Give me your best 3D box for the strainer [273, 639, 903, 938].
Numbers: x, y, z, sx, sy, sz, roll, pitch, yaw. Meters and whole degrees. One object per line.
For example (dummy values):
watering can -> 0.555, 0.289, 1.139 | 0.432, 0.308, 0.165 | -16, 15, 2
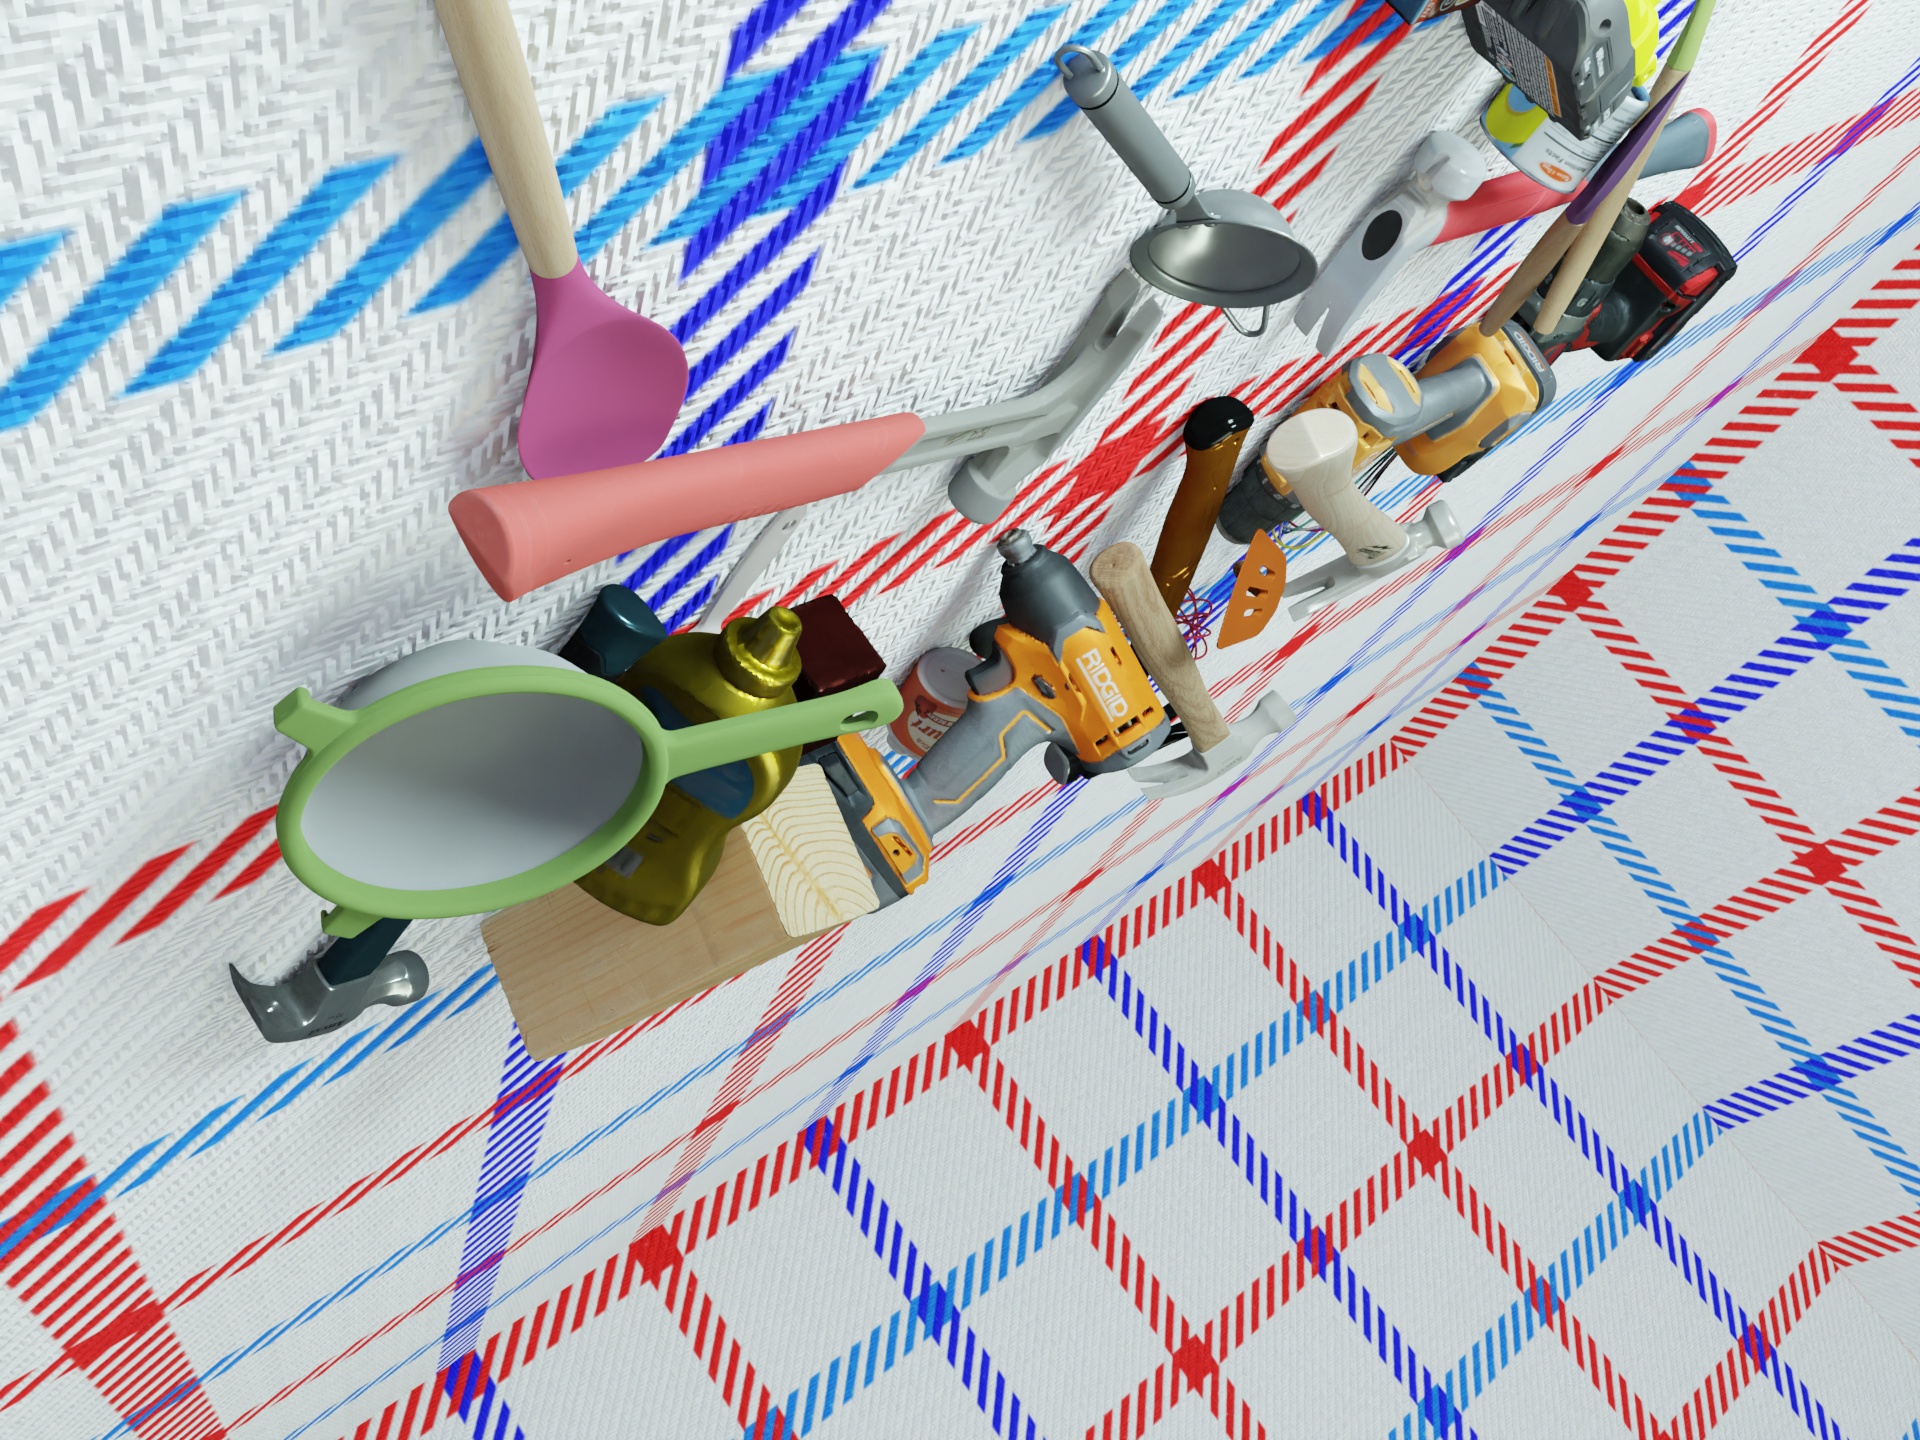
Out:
strainer -> -0.152, 0.000, 0.660 | 0.256, 0.069, 0.151 | -13, 145, -22

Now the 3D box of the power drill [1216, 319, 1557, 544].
power drill -> 0.301, -0.203, 1.152 | 0.226, 0.084, 0.185 | -21, 166, -36

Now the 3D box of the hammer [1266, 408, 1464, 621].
hammer -> 0.254, -0.137, 1.084 | 0.146, 0.038, 0.410 | -27, 167, 18

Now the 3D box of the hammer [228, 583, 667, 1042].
hammer -> -0.241, 0.053, 0.761 | 0.331, 0.033, 0.128 | -45, 164, 27

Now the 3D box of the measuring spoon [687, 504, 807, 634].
measuring spoon -> -0.105, -0.058, 0.765 | 0.034, 0.018, 0.124 | -17, 154, -53

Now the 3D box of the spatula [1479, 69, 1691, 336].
spatula -> 0.362, -0.293, 0.960 | 0.060, 0.018, 0.316 | -53, 174, -4

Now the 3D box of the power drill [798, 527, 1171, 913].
power drill -> -0.002, -0.003, 0.964 | 0.226, 0.164, 0.084 | -32, -157, -3

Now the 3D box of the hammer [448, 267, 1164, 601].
hammer -> -0.050, -0.113, 0.660 | 0.359, 0.037, 0.149 | -24, 161, -50

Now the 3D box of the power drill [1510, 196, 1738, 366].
power drill -> 0.497, -0.334, 1.220 | 0.226, 0.080, 0.187 | -24, 160, -33

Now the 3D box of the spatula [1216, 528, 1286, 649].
spatula -> 0.207, -0.103, 1.159 | 0.322, 0.041, 0.081 | -58, 166, -79

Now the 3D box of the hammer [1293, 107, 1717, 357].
hammer -> 0.363, -0.325, 1.000 | 0.386, 0.038, 0.143 | -26, 163, -37

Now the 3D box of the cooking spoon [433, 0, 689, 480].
cooking spoon -> -0.121, -0.148, 0.454 | 0.069, 0.017, 0.318 | -35, 166, -14

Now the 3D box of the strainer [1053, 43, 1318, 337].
strainer -> 0.094, -0.226, 0.674 | 0.087, 0.050, 0.258 | 4, 177, 25

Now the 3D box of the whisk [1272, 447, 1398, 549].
whisk -> 0.339, -0.217, 1.277 | 0.245, 0.047, 0.051 | -38, 178, -16

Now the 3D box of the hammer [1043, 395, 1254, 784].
hammer -> 0.145, -0.084, 1.091 | 0.127, 0.034, 0.336 | -20, 146, -25

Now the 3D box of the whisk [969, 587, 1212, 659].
whisk -> 0.102, -0.064, 1.162 | 0.295, 0.073, 0.073 | -7, 147, -51

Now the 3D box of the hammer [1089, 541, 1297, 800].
hammer -> 0.148, -0.031, 1.104 | 0.130, 0.031, 0.331 | -37, 149, 3

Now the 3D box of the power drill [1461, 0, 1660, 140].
power drill -> 0.326, -0.378, 0.688 | 0.223, 0.080, 0.171 | -46, 164, 18

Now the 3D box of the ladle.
ladle -> 0.408, -0.344, 0.907 | 0.078, 0.062, 0.320 | -38, 157, -31
